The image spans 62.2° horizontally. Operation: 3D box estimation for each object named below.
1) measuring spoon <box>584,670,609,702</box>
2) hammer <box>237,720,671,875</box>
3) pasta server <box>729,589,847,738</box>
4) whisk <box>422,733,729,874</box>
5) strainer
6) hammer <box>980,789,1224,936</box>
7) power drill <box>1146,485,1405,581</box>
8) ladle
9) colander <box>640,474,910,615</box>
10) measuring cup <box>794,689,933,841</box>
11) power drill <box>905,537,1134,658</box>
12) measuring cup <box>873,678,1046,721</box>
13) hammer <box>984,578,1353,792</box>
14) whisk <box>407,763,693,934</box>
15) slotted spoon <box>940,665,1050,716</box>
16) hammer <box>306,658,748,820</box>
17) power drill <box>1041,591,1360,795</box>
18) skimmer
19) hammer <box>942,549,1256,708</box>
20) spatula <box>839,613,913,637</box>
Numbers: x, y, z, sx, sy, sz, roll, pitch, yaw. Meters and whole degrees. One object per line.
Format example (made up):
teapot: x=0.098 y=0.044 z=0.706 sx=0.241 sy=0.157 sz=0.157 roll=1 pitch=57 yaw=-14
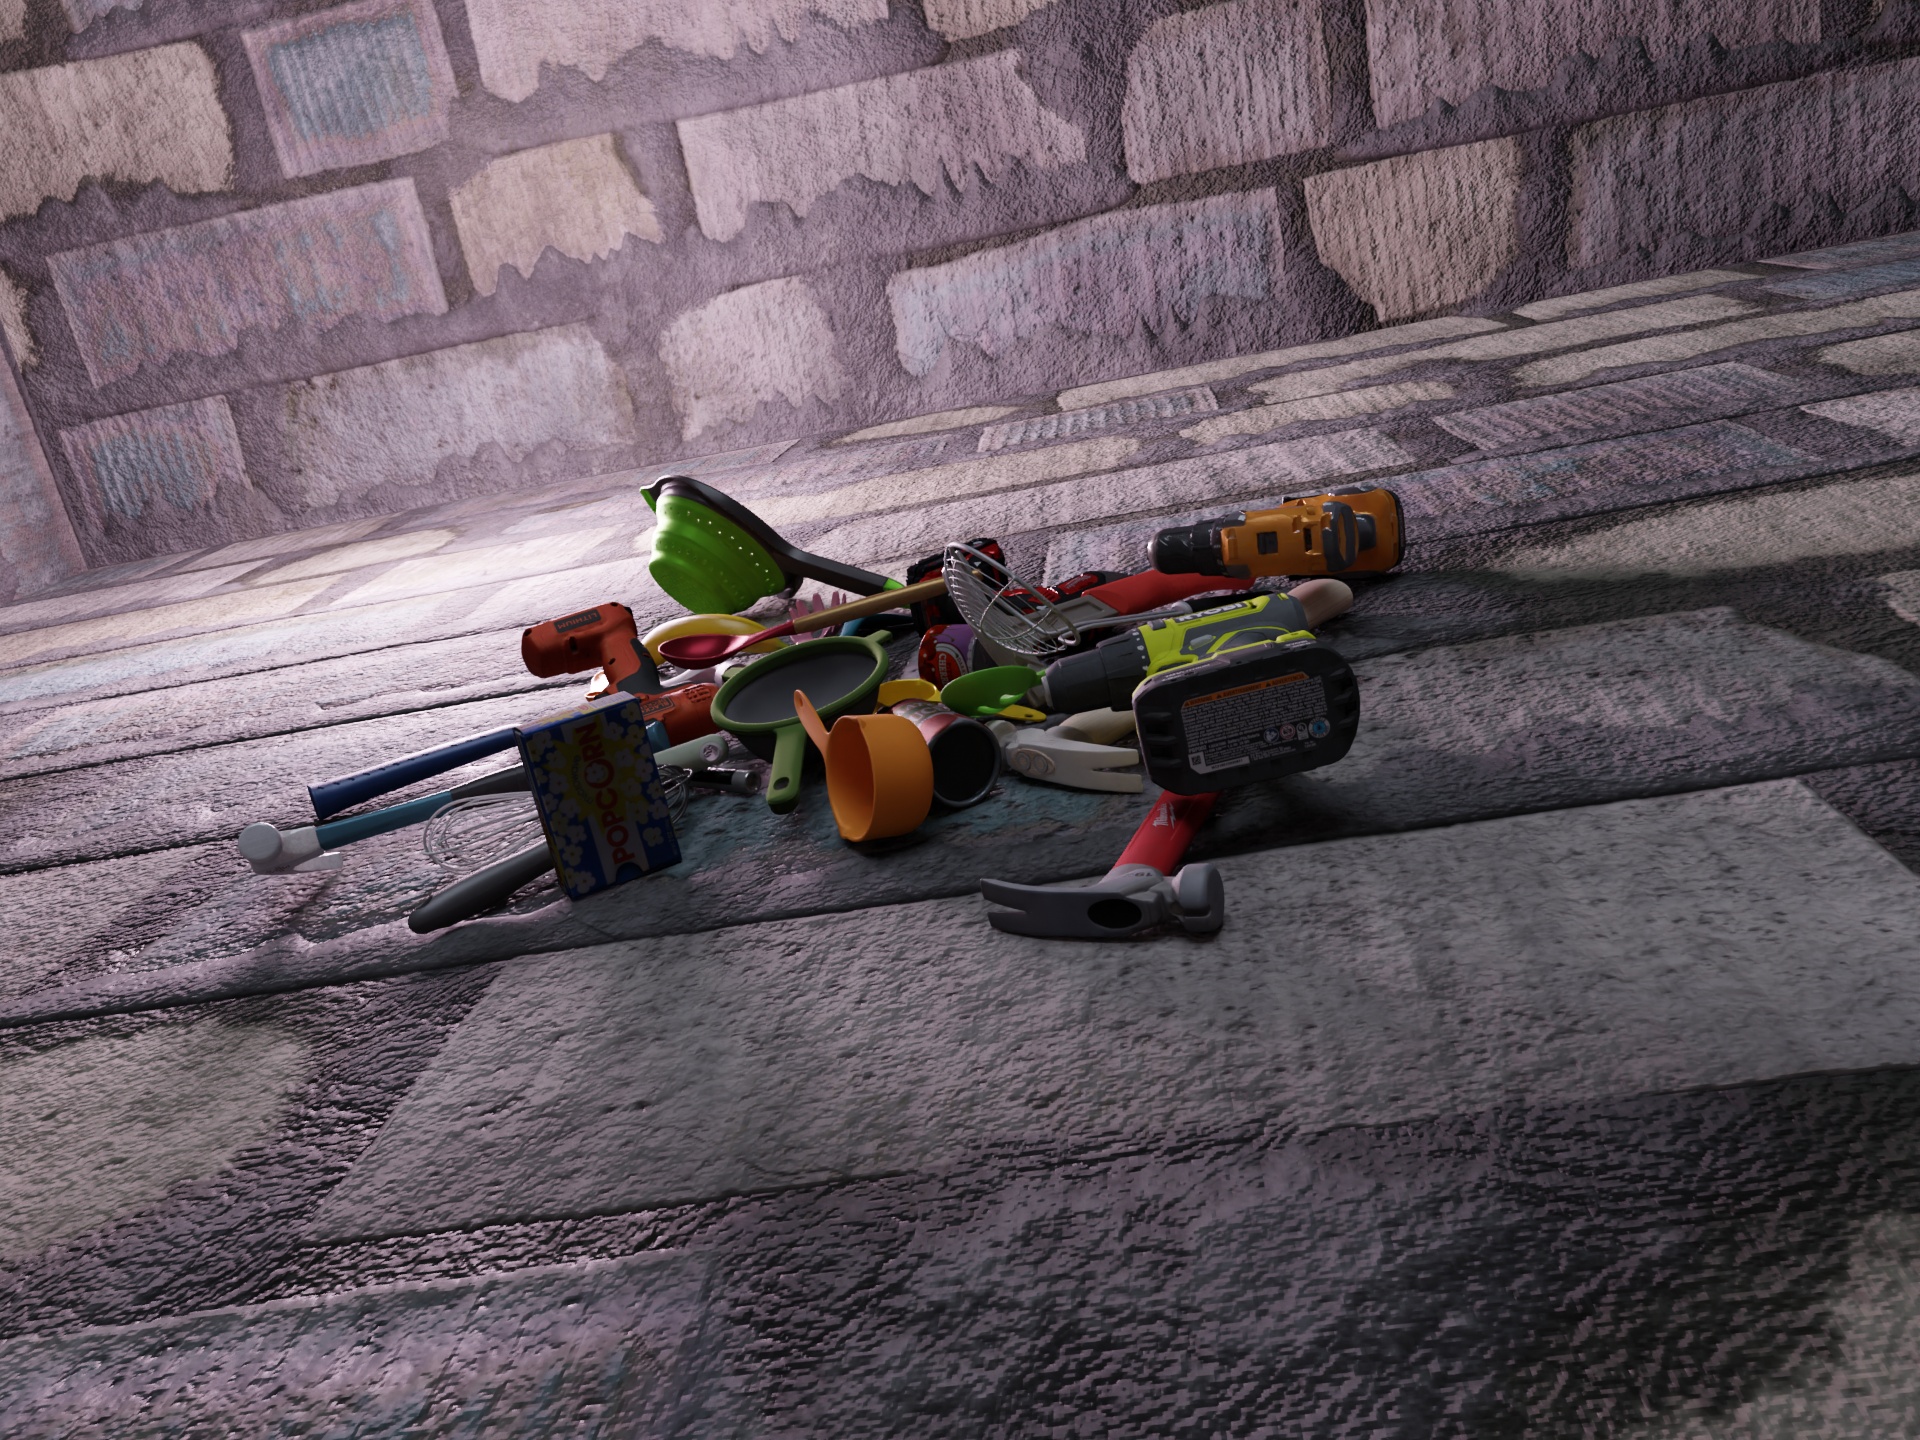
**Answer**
measuring spoon: x=-0.340 y=-0.032 z=1.509 sx=0.021 sy=0.011 sz=0.117 roll=-6 pitch=15 yaw=-4
hammer: x=-0.388 y=0.060 z=1.257 sx=0.331 sy=0.033 sz=0.128 roll=-17 pitch=-7 yaw=-19
pasta server: x=-0.169 y=-0.057 z=1.537 sx=0.060 sy=0.040 sz=0.316 roll=-7 pitch=21 yaw=15
whisk: x=-0.296 y=0.059 z=1.236 sx=0.246 sy=0.057 sz=0.059 roll=-20 pitch=11 yaw=-20
strainer: x=-0.122 y=0.020 z=1.258 sx=0.151 sy=0.069 sz=0.257 roll=-14 pitch=28 yaw=7
hammer: x=0.147 y=0.040 z=1.064 sx=0.143 sy=0.038 sz=0.386 roll=-4 pitch=20 yaw=26
power drill: x=0.291 y=-0.163 z=1.443 sx=0.185 sy=0.084 sz=0.226 roll=-2 pitch=7 yaw=33
ladle: x=-0.131 y=-0.096 z=1.499 sx=0.315 sy=0.031 sz=0.069 roll=-15 pitch=23 yaw=6
colander: x=-0.224 y=-0.157 z=1.785 sx=0.397 sy=0.204 sz=0.094 roll=20 pitch=68 yaw=31
measuring cup: x=-0.071 y=0.019 z=1.141 sx=0.052 sy=0.095 sz=0.174 roll=-3 pitch=29 yaw=-25
power drill: x=0.062 y=-0.118 z=1.532 sx=0.143 sy=0.078 sz=0.220 roll=-26 pitch=26 yaw=-35
measuring cup: x=-0.002 y=-0.004 z=1.322 sx=0.156 sy=0.029 sz=0.062 roll=10 pitch=26 yaw=22
hammer: x=0.201 y=-0.039 z=1.269 sx=0.146 sy=0.038 sz=0.410 roll=9 pitch=27 yaw=44
whisk: x=-0.295 y=0.092 z=1.165 sx=0.239 sy=0.055 sz=0.055 roll=-30 pitch=25 yaw=-33
slotted spoon: x=0.093 y=-0.042 z=1.279 sx=0.070 sy=0.031 sz=0.313 roll=-32 pitch=-10 yaw=38
hammer: x=-0.404 y=0.008 z=1.497 sx=0.405 sy=0.035 sz=0.144 roll=-20 pitch=20 yaw=-25
power drill: x=0.157 y=-0.023 z=1.065 sx=0.190 sy=0.080 sz=0.229 roll=-13 pitch=14 yaw=1
skimmer: x=0.146 y=-0.113 z=1.327 sx=0.363 sy=0.090 sz=0.127 roll=-9 pitch=26 yaw=-36
hammer: x=0.147 y=-0.119 z=1.434 sx=0.359 sy=0.149 sz=0.036 roll=-21 pitch=-19 yaw=-42
spatula: x=-0.118 y=-0.052 z=1.527 sx=0.082 sy=0.044 sz=0.318 roll=-5 pitch=24 yaw=20
